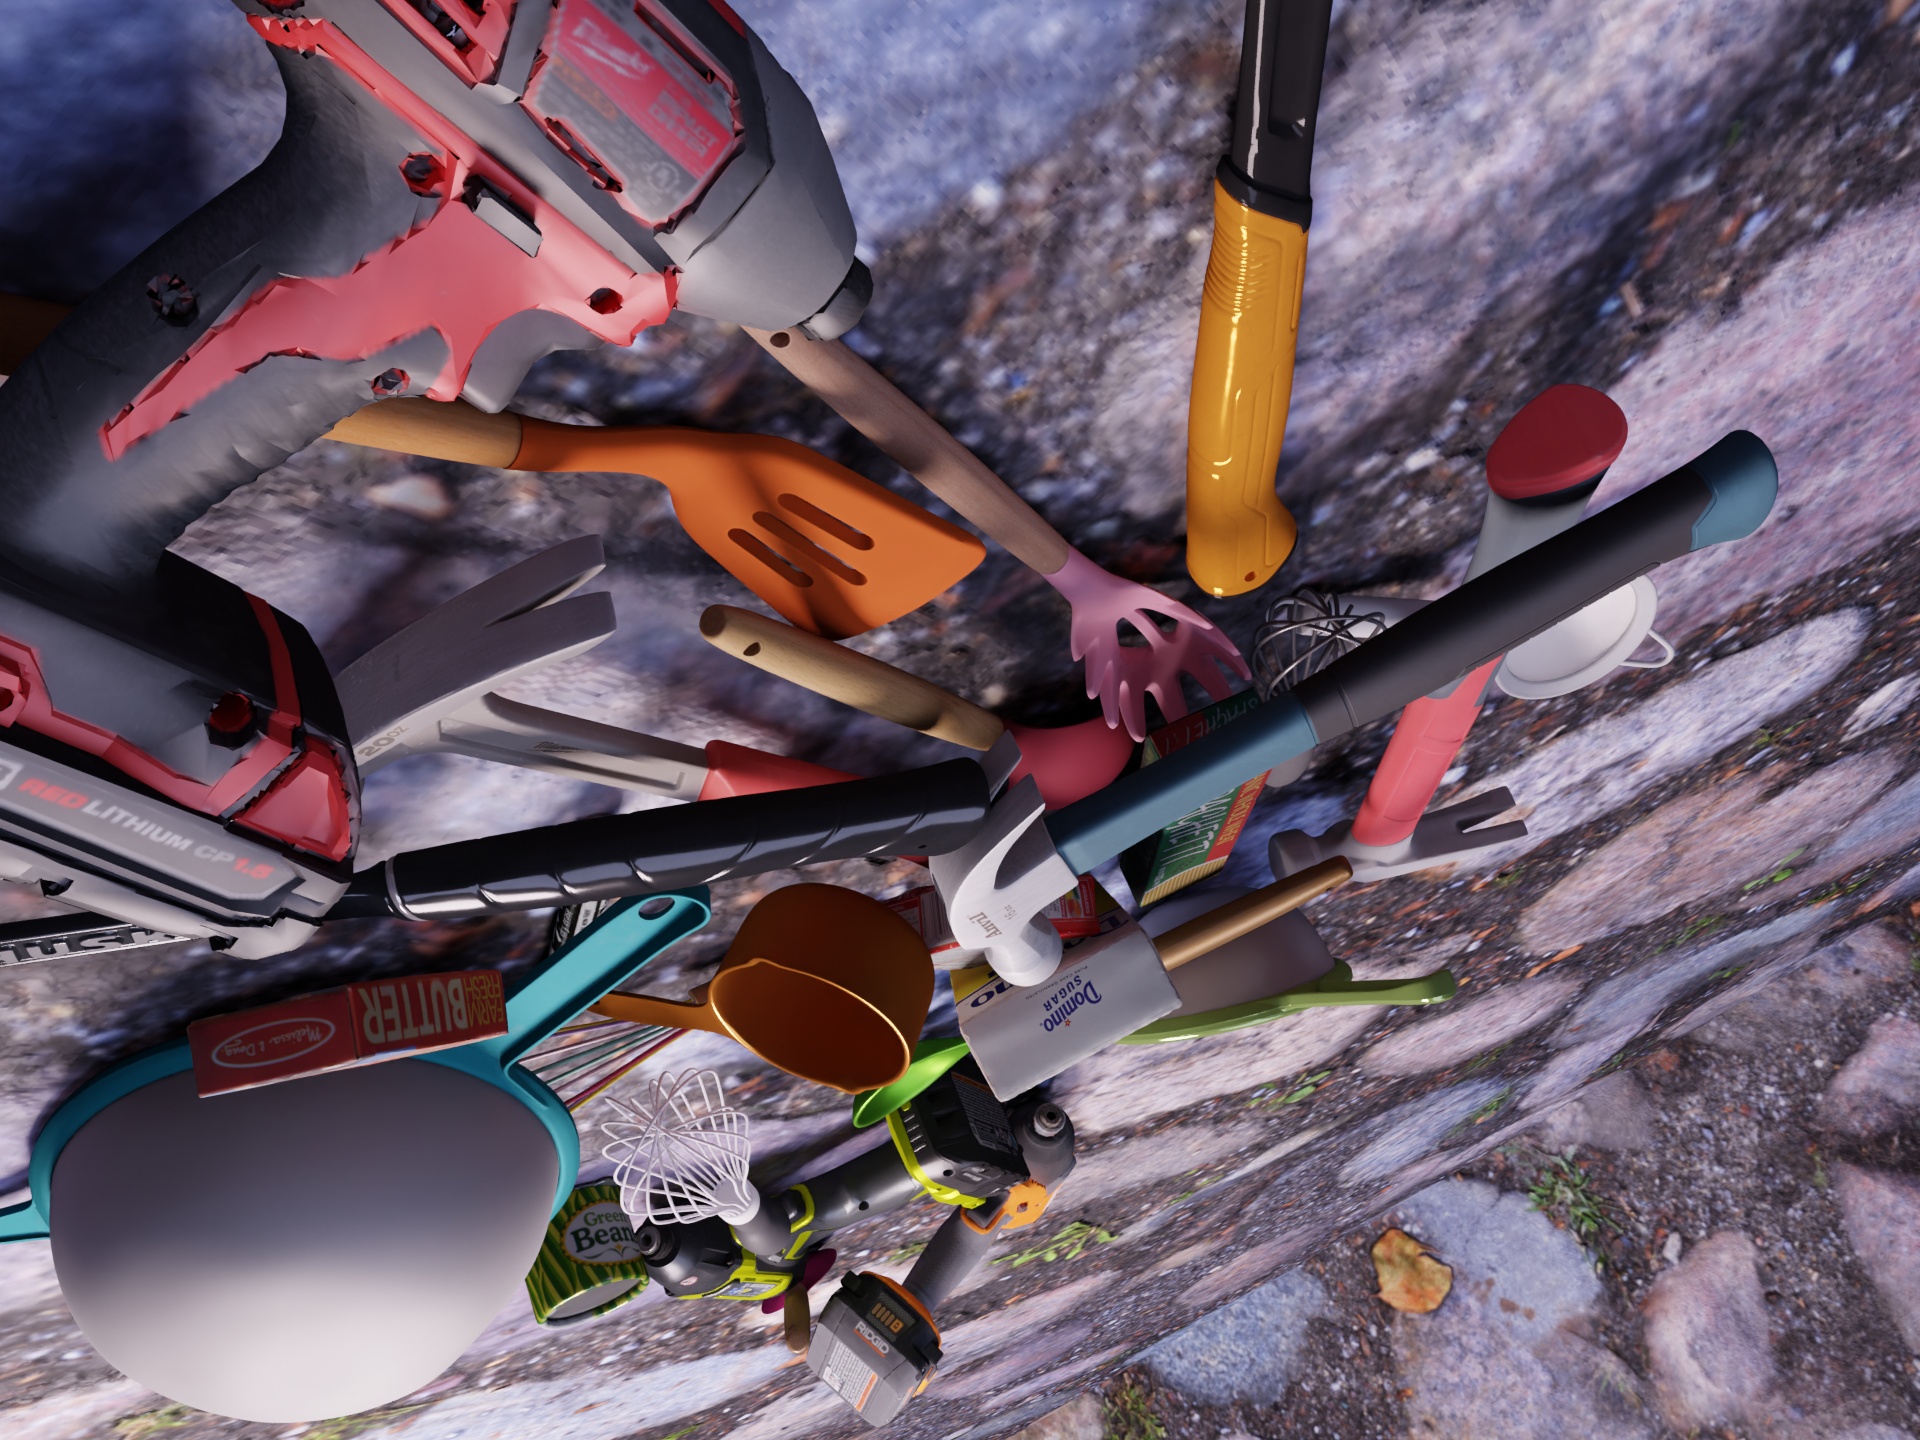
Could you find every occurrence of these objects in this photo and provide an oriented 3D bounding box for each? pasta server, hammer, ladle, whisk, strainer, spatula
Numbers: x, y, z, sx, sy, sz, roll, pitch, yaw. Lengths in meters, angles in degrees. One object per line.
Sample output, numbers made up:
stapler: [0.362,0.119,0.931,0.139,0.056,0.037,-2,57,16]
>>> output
pasta server: [0.022,-0.060,0.542,0.060,0.040,0.316,-31,151,18]
hammer: [0.238,-0.018,0.725,0.143,0.038,0.386,-13,152,-5]
hammer: [-0.183,0.050,0.474,0.409,0.036,0.149,-7,156,-21]
ladle: [-0.001,-0.002,0.585,0.069,0.031,0.315,-41,156,14]
whisk: [0.151,-0.004,0.714,0.055,0.055,0.238,-27,163,-2]
strainer: [0.166,0.124,0.865,0.151,0.069,0.256,-13,176,-28]
hammer: [0.082,-0.136,0.475,0.127,0.034,0.336,-25,151,-7]
strainer: [-0.211,0.180,0.606,0.340,0.095,0.210,-38,132,22]
hammer: [0.137,-0.008,0.576,0.331,0.033,0.128,-29,145,6]
spatula: [-0.133,-0.066,0.394,0.322,0.041,0.081,6,158,-43]
whisk: [-0.118,0.232,0.795,0.070,0.070,0.284,-24,154,-7]
whisk: [-0.141,0.138,0.726,0.245,0.047,0.051,-21,152,-22]
strainer: [0.241,-0.049,0.750,0.258,0.050,0.086,0,134,-32]
hammer: [-0.063,0.023,0.585,0.149,0.037,0.358,-26,157,26]

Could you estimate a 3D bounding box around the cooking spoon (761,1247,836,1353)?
cooking spoon: [-0.111,0.393,1.082,0.069,0.017,0.319,-35,174,-12]

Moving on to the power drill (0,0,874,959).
power drill: [-0.121,-0.064,0.325,0.219,0.079,0.143,-48,135,8]

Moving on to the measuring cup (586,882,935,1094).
measuring cup: [-0.091,0.107,0.678,0.174,0.052,0.095,0,135,29]

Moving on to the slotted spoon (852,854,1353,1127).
slotted spoon: [0.068,0.146,0.861,0.314,0.031,0.070,-29,161,18]

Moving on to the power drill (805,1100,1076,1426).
power drill: [-0.002,0.361,1.102,0.226,0.084,0.164,-43,162,-34]

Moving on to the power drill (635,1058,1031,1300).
power drill: [-0.083,0.294,0.991,0.223,0.080,0.171,-29,153,9]
